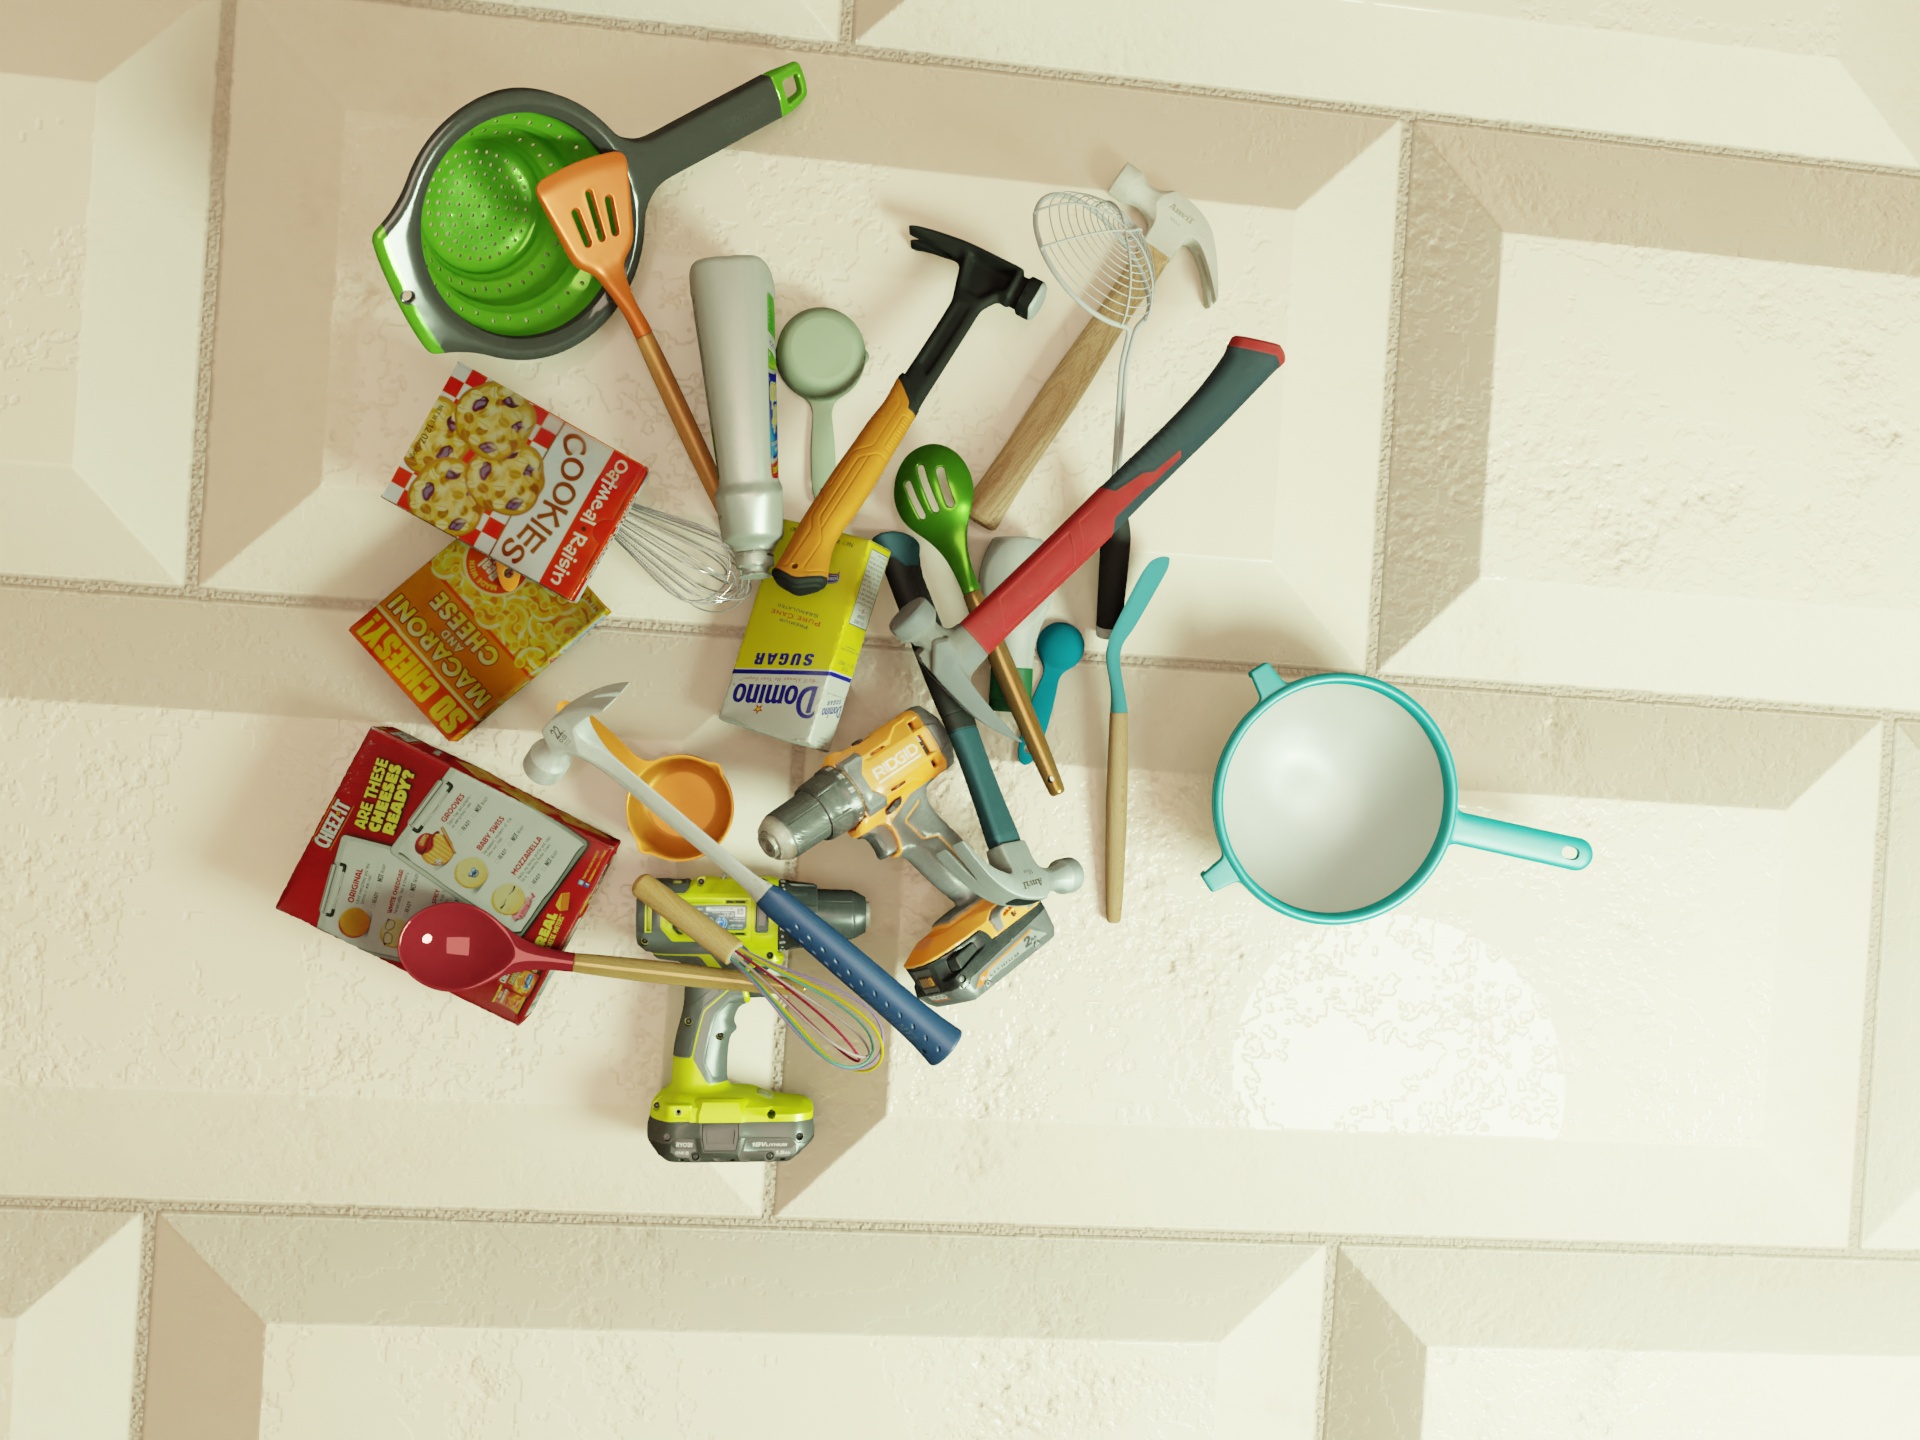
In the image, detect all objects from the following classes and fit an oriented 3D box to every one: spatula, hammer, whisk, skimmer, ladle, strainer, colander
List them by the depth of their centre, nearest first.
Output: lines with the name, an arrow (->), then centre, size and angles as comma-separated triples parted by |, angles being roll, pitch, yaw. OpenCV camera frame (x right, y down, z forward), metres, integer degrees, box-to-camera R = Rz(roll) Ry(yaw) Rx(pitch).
hammer -> -0.160, 0.126, 1.241 | 0.405, 0.144, 0.035 | 41, 47, -6
whisk -> -0.162, 0.198, 1.244 | 0.245, 0.047, 0.051 | 33, 53, 14
ladle -> -0.278, 0.192, 1.252 | 0.315, 0.031, 0.069 | 8, 85, -9
hammer -> 0.127, -0.158, 1.283 | 0.386, 0.038, 0.143 | -44, 109, -4
colander -> -0.300, -0.442, 1.284 | 0.397, 0.095, 0.204 | -37, 137, -22
spatula -> -0.242, -0.289, 1.285 | 0.081, 0.041, 0.322 | -32, 109, -26
hammer -> -0.062, -0.250, 1.297 | 0.127, 0.034, 0.337 | 28, 76, 8
whisk -> -0.296, -0.176, 1.306 | 0.284, 0.070, 0.070 | 31, 87, -2
hammer -> -0.002, -0.004, 1.309 | 0.128, 0.033, 0.331 | -8, 72, -46
skimmer -> 0.107, -0.249, 1.324 | 0.090, 0.127, 0.363 | 16, 116, 33
spatula -> 0.144, 0.019, 1.353 | 0.044, 0.082, 0.317 | 4, 99, 19
hammer -> 0.107, -0.306, 1.363 | 0.130, 0.031, 0.331 | 33, 87, -6
strainer -> 0.368, 0.077, 1.368 | 0.340, 0.095, 0.211 | 13, 92, -9

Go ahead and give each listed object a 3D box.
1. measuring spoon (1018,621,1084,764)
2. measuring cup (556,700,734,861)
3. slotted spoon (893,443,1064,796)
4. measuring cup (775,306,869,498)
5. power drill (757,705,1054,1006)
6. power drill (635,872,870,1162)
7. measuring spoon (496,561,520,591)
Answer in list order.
measuring spoon -> 0.075, -0.023, 1.366 | 0.042, 0.021, 0.128 | 18, 87, -6
measuring cup -> -0.262, 0.043, 1.314 | 0.173, 0.052, 0.095 | 41, 86, -4
slotted spoon -> 0.021, -0.084, 1.320 | 0.070, 0.031, 0.314 | -23, 89, 16
measuring cup -> -0.116, -0.264, 1.332 | 0.083, 0.038, 0.167 | -1, 89, -7
power drill -> -0.046, 0.123, 1.298 | 0.185, 0.084, 0.226 | -33, 94, -33
power drill -> -0.172, 0.241, 1.314 | 0.190, 0.080, 0.228 | 1, 88, -6
measuring spoon -> -0.365, -0.162, 1.278 | 0.021, 0.011, 0.117 | -2, 88, -6
